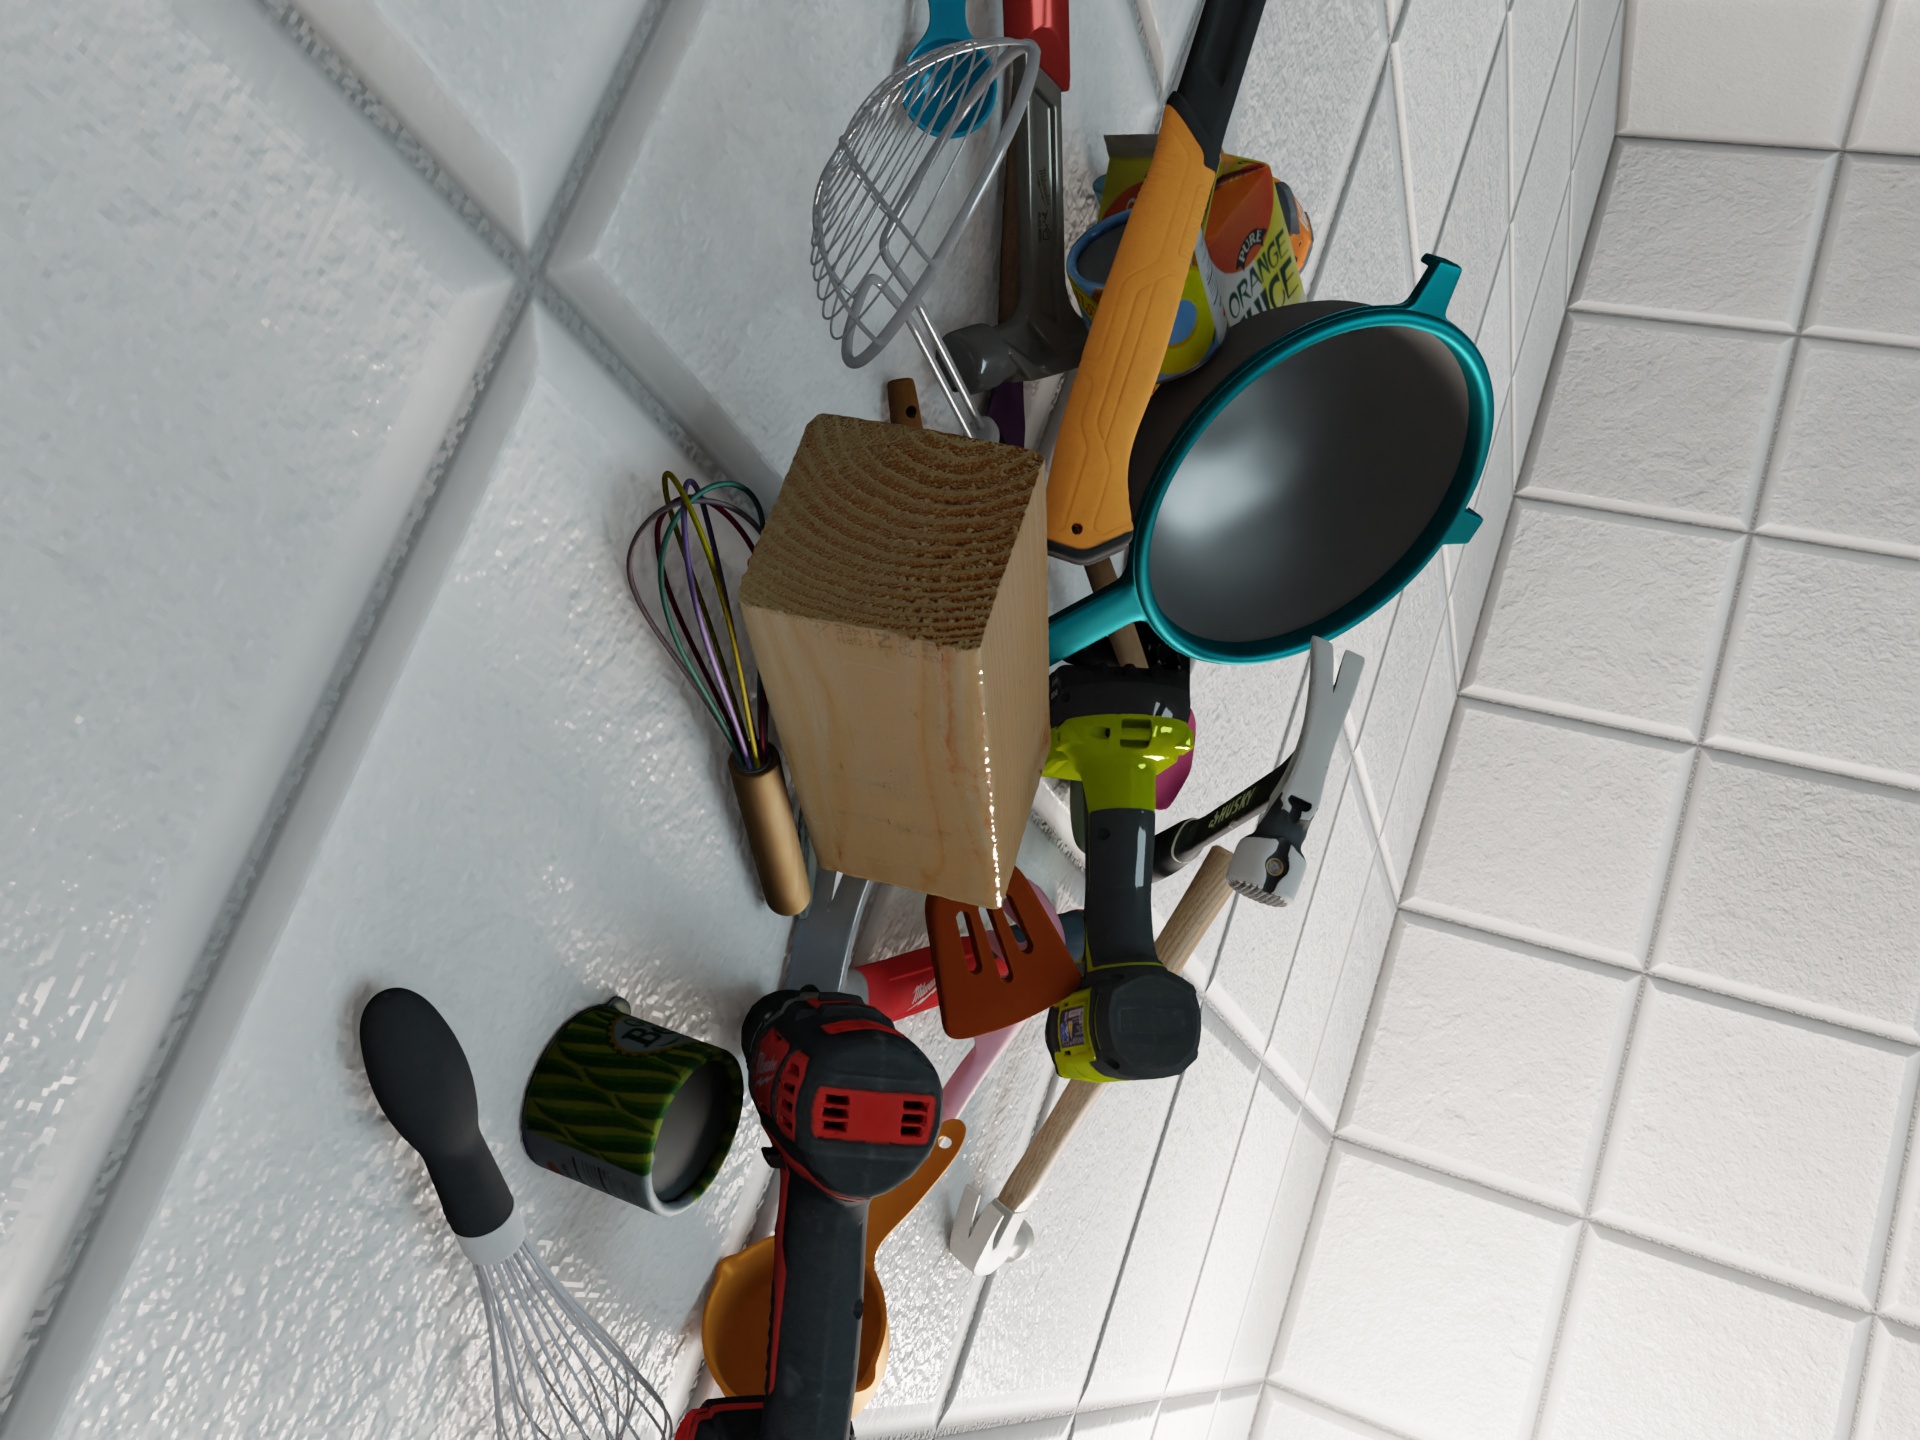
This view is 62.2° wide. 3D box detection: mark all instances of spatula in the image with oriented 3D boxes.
[{"bbox_3d":[-0.001,-0.002,0.768,0.081,0.041,0.322,-17,111,-24],"label":"spatula"},{"bbox_3d":[0.027,-0.220,0.802,0.060,0.018,0.315,-34,134,-56],"label":"spatula"}]

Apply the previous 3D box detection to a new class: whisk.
[{"bbox_3d":[-0.088,-0.002,0.643,0.051,0.047,0.244,-49,150,-32],"label":"whisk"},{"bbox_3d":[-0.160,0.204,0.574,0.070,0.070,0.284,-50,141,-45],"label":"whisk"}]

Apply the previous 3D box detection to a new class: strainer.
[{"bbox_3d":[0.109,-0.107,0.832,0.340,0.095,0.210,-29,138,-2],"label":"strainer"}]

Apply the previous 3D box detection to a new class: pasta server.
[{"bbox_3d":[-0.031,0.228,0.833,0.316,0.040,0.060,-57,159,-4],"label":"pasta server"}]

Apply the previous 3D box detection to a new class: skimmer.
[{"bbox_3d":[0.020,-0.142,0.682,0.127,0.090,0.363,-68,160,-12],"label":"skimmer"}]

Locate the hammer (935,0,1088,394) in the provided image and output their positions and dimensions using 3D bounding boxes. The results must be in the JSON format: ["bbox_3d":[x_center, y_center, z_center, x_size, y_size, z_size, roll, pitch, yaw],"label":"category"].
[{"bbox_3d":[0.040,-0.335,0.716,0.149,0.037,0.358,-29,129,-37],"label":"hammer"}]

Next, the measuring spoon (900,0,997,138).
[{"bbox_3d":[-0.008,-0.313,0.672,0.021,0.042,0.128,-127,-146,-72],"label":"measuring spoon"}]

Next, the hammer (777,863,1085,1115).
[{"bbox_3d":[0.009,0.127,0.927,0.386,0.038,0.143,2,100,-66],"label":"hammer"}]

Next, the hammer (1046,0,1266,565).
[{"bbox_3d":[0.086,-0.234,0.693,0.034,0.127,0.337,-72,178,-84],"label":"hammer"}]

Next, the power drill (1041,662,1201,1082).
[{"bbox_3d":[0.081,0.091,0.904,0.171,0.080,0.223,127,-36,-73],"label":"power drill"}]

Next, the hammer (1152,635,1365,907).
[{"bbox_3d":[0.149,0.066,0.989,0.409,0.036,0.149,121,-8,-74],"label":"hammer"}]

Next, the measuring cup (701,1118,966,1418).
[{"bbox_3d":[-0.052,0.272,0.786,0.174,0.095,0.052,-45,151,-31],"label":"measuring cup"}]

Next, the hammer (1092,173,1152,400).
[{"bbox_3d":[0.133,-0.190,0.988,0.128,0.033,0.330,-60,144,-34],"label":"hammer"}]

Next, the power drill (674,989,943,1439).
[{"bbox_3d":[-0.068,0.222,0.653,0.188,0.080,0.227,177,-80,-73],"label":"power drill"}]

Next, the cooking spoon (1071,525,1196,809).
[{"bbox_3d":[0.112,-0.032,1.015,0.069,0.017,0.318,-57,149,-18],"label":"cooking spoon"}]

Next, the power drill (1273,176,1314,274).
[{"bbox_3d":[0.208,-0.242,1.034,0.164,0.084,0.226,-17,94,-69],"label":"power drill"}]

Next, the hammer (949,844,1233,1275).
[{"bbox_3d":[0.094,0.229,1.068,0.331,0.031,0.130,-58,156,1],"label":"hammer"}]

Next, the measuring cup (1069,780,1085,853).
[{"bbox_3d":[0.095,0.079,1.008,0.168,0.038,0.083,-93,-175,-54],"label":"measuring cup"}]
